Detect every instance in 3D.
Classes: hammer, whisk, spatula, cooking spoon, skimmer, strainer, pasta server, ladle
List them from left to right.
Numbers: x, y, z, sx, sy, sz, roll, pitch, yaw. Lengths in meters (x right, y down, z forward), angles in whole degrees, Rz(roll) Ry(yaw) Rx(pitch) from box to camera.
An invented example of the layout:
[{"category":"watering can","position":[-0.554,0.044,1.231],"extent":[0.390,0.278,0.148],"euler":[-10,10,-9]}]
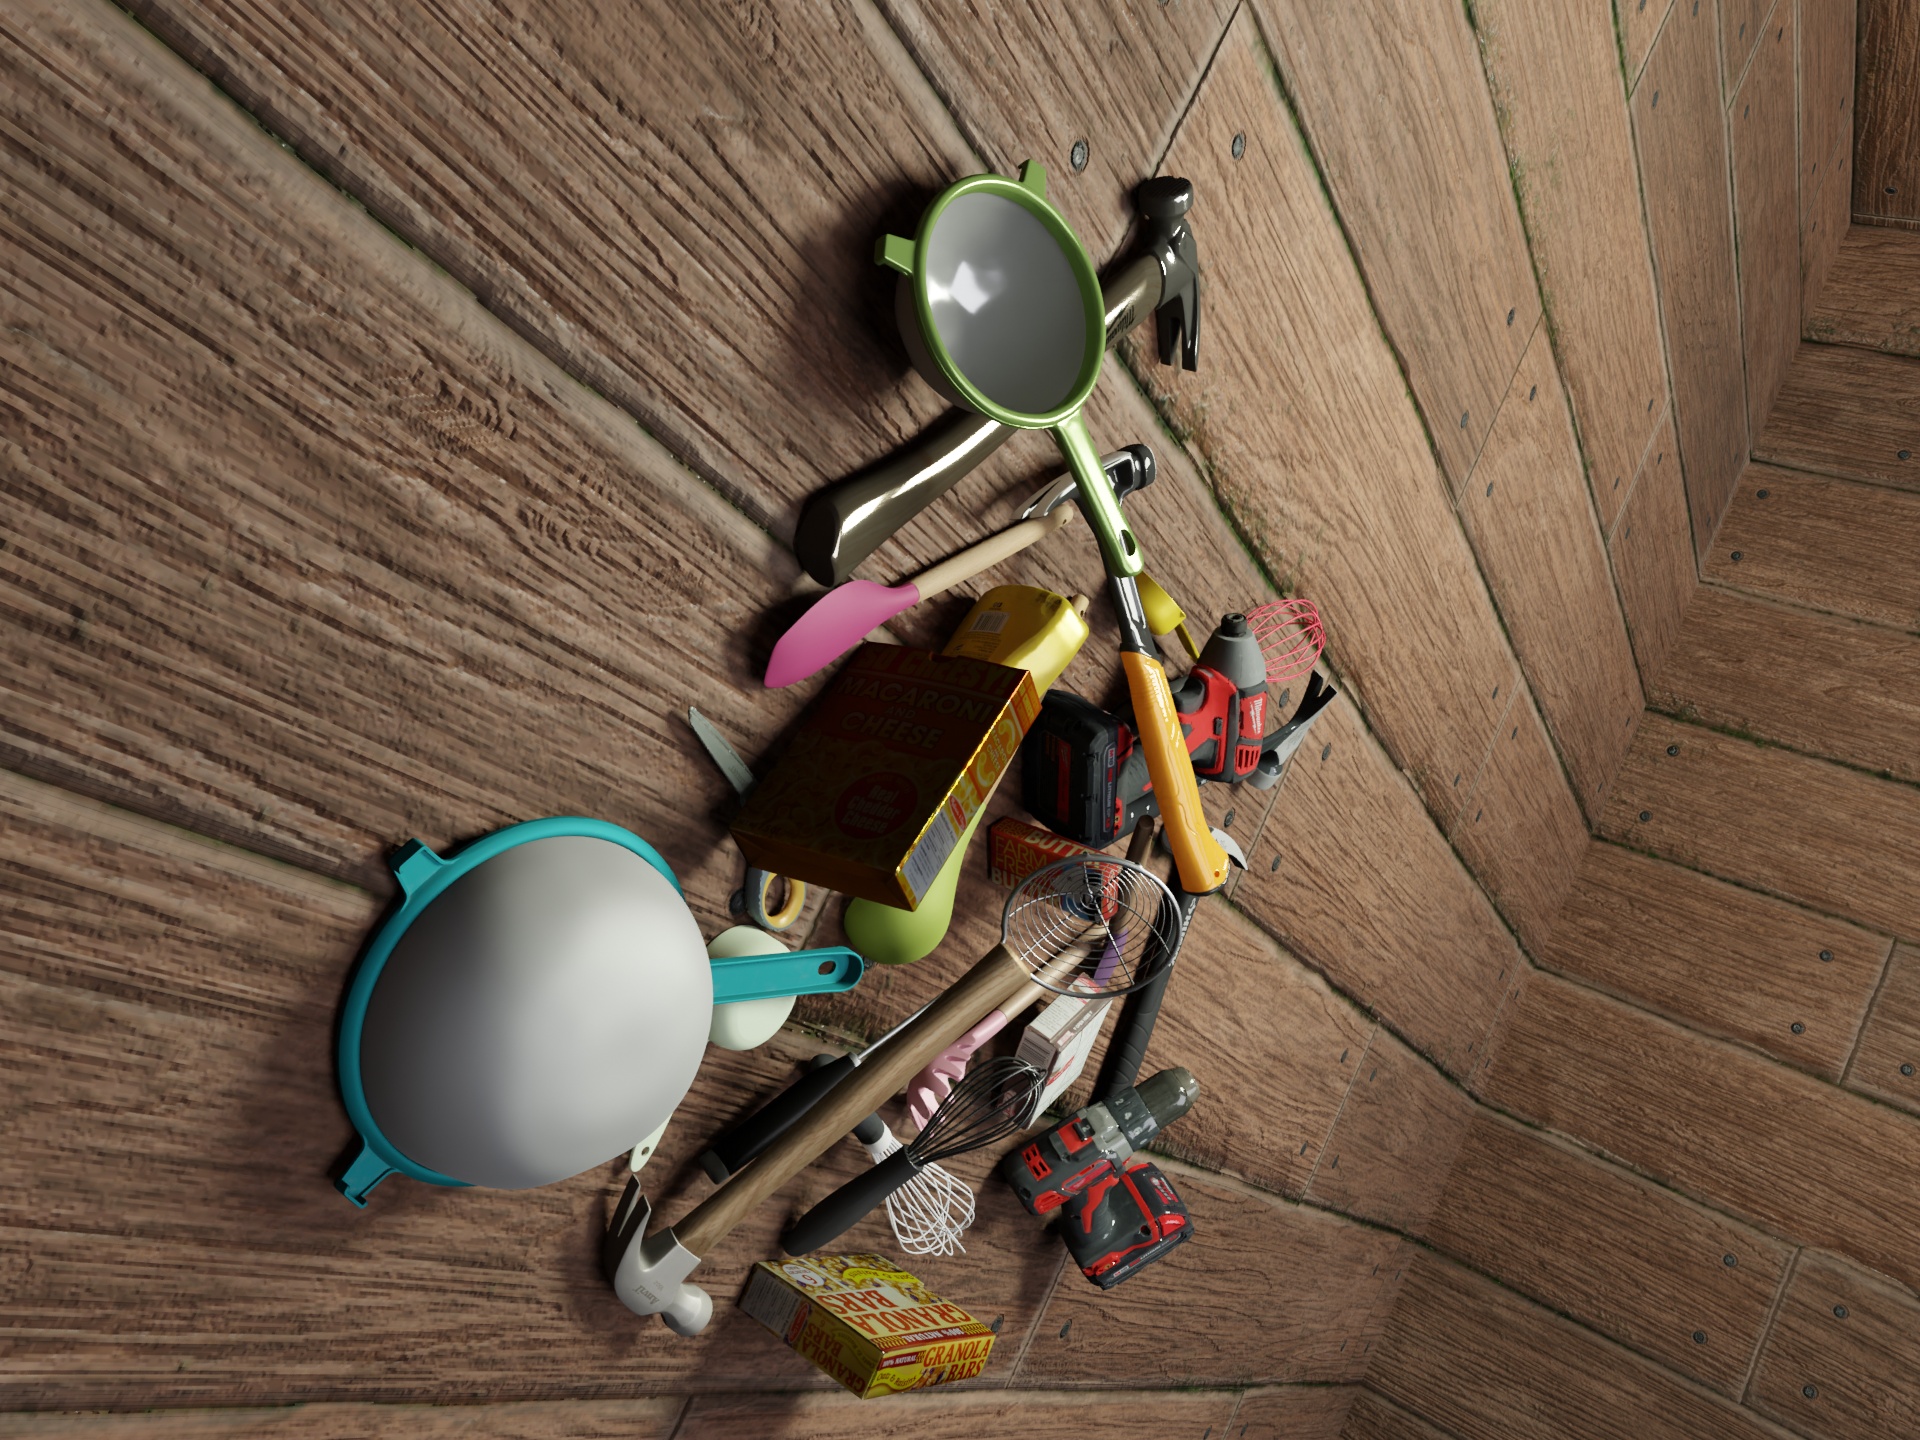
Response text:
[{"category":"strainer","position":[-0.160,0.164,0.873],"extent":[0.340,0.095,0.211],"euler":[2,105,-46]},{"category":"hammer","position":[-0.089,0.260,1.028],"extent":[0.331,0.031,0.129],"euler":[-40,134,-7]},{"category":"whisk","position":[-0.052,0.328,1.200],"extent":[0.070,0.070,0.284],"euler":[-51,139,-25]},{"category":"whisk","position":[-0.035,0.315,1.137],"extent":[0.239,0.055,0.055],"euler":[-38,148,10]},{"category":"cooking spoon","position":[-0.017,-0.091,1.039],"extent":[0.319,0.017,0.068],"euler":[-33,154,-46]},{"category":"skimmer","position":[-0.009,0.213,1.089],"extent":[0.363,0.090,0.127],"euler":[-33,120,-23]},{"category":"ladle","position":[0.013,0.035,1.152],"extent":[0.320,0.062,0.078],"euler":[-62,144,-23]},{"category":"strainer","position":[0.036,-0.197,0.965],"extent":[0.151,0.069,0.256],"euler":[-41,112,-36]},{"category":"hammer","position":[0.040,-0.207,1.053],"extent":[0.411,0.038,0.146],"euler":[-45,141,-32]},{"category":"pasta server","position":[0.054,0.236,1.314],"extent":[0.316,0.040,0.060],"euler":[-32,148,-45]},{"category":"spatula","position":[0.135,0.159,1.327],"extent":[0.060,0.018,0.315],"euler":[-50,161,-27]},{"category":"hammer","position":[0.132,-0.022,1.150],"extent":[0.127,0.034,0.336],"euler":[-31,111,-37]},{"category":"hammer","position":[0.185,0.258,1.516],"extent":[0.146,0.035,0.335],"euler":[15,95,-56]},{"category":"hammer","position":[0.191,0.060,1.382],"extent":[0.409,0.036,0.149],"euler":[-23,152,-43]},{"category":"whisk","position":[0.228,-0.043,1.398],"extent":[0.296,0.073,0.073],"euler":[-26,128,-38]}]

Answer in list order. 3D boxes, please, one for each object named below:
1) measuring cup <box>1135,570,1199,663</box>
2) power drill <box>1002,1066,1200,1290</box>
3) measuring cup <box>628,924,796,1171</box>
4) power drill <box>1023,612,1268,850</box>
[{"category":"measuring cup","position":[0.165,-0.073,1.292],"extent":[0.029,0.062,0.156],"euler":[-42,148,0]},{"category":"power drill","position":[0.151,0.415,1.462],"extent":[0.188,0.080,0.226],"euler":[-31,137,-5]},{"category":"measuring cup","position":[-0.155,0.211,0.996],"extent":[0.168,0.038,0.083],"euler":[-63,147,-12]},{"category":"power drill","position":[0.156,0.004,1.253],"extent":[0.219,0.079,0.143],"euler":[-21,126,-33]}]
